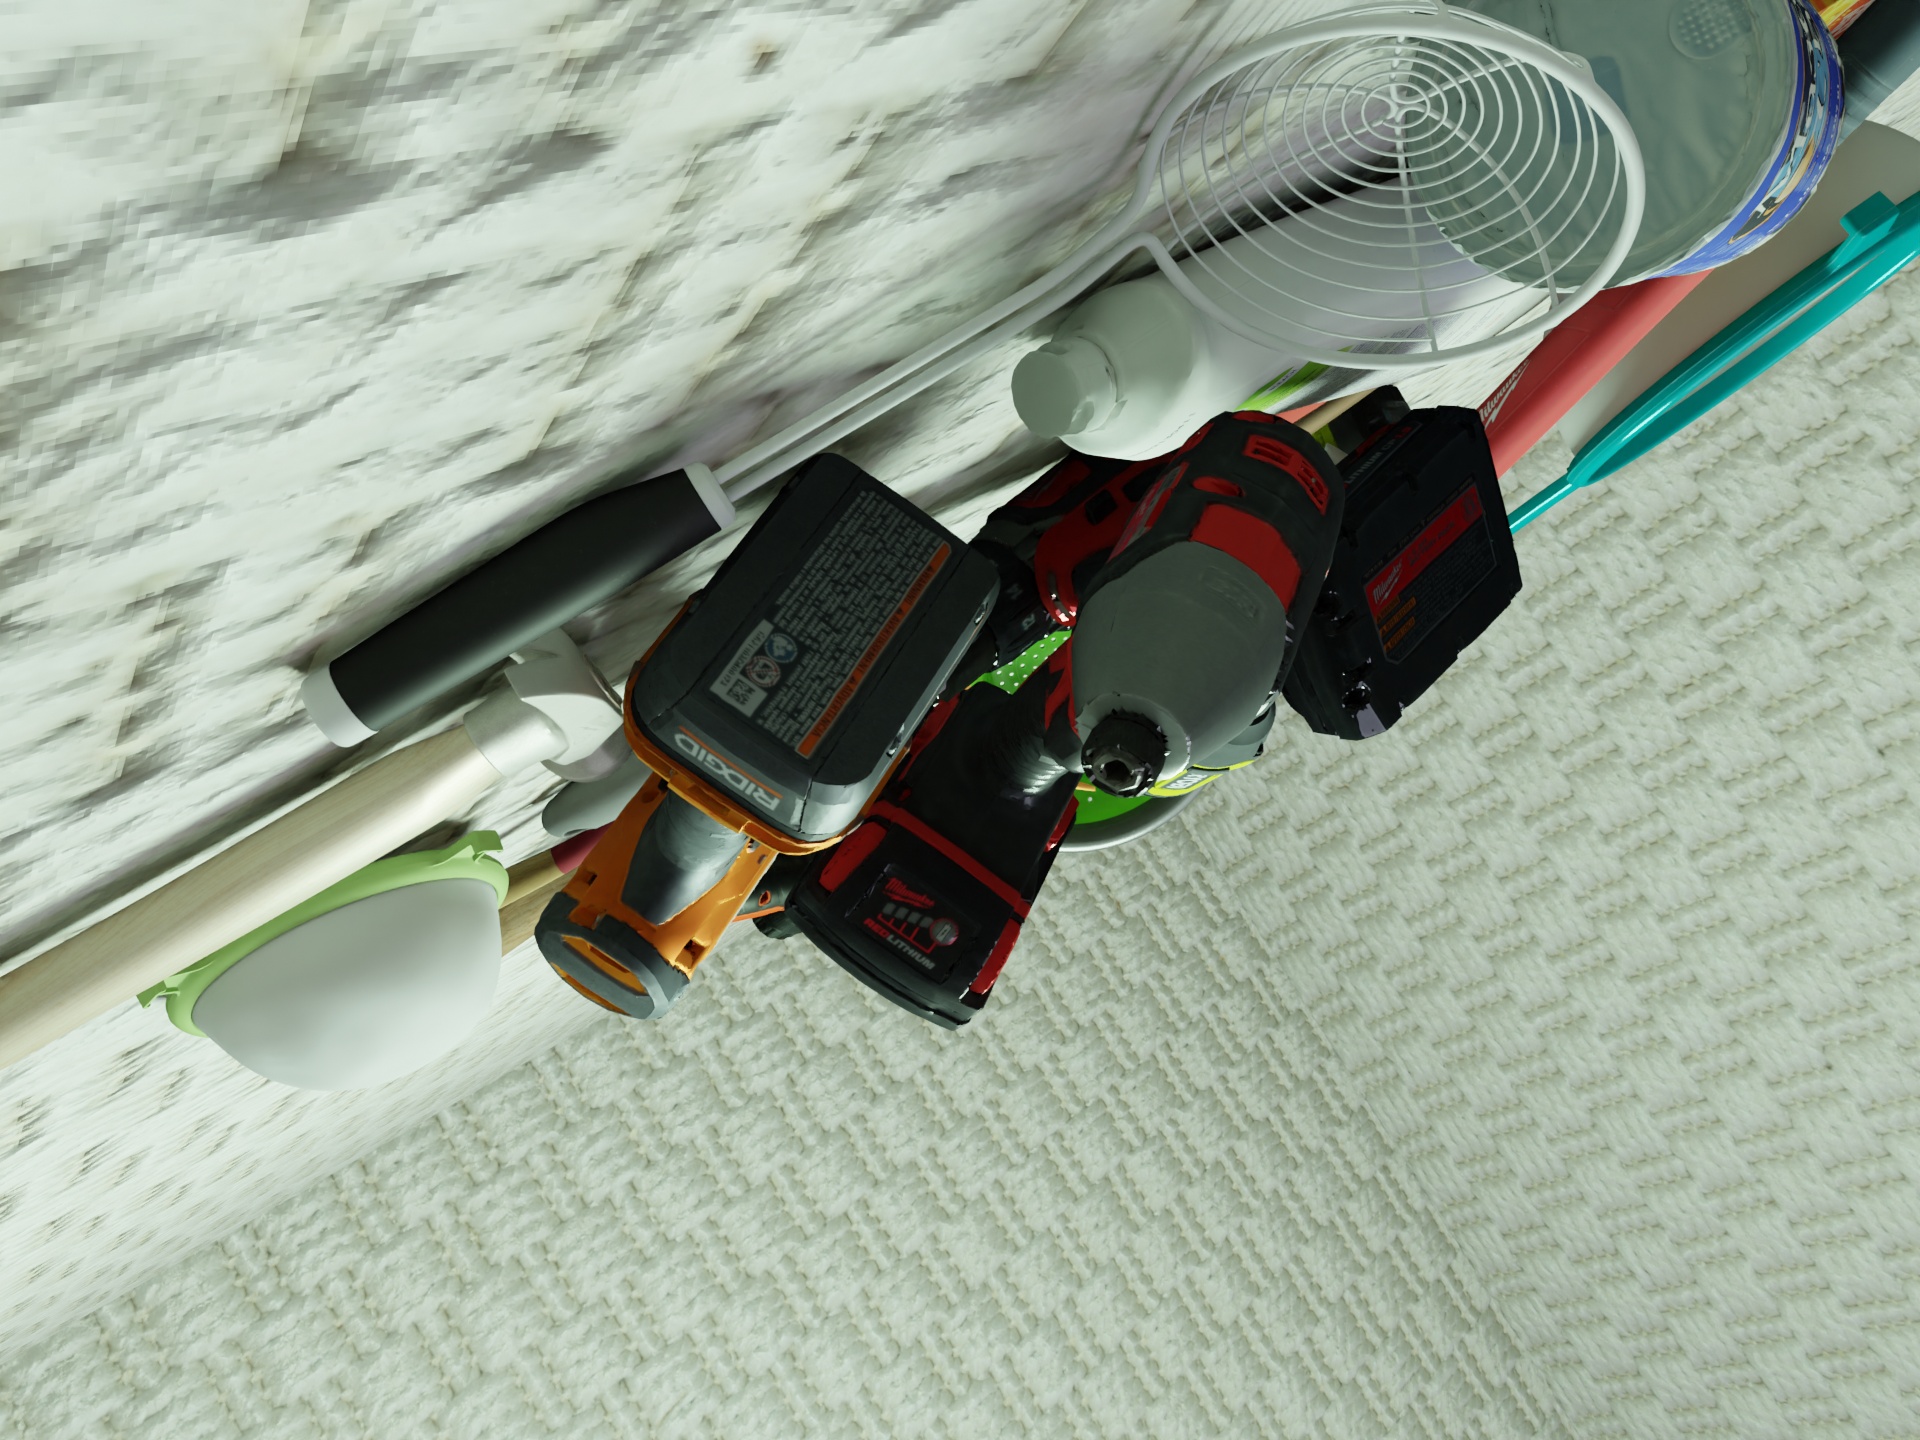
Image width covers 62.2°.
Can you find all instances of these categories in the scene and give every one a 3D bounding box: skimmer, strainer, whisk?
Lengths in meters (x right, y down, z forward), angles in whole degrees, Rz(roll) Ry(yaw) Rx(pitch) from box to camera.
[{"bbox_3d":[-0.003,-0.071,0.419,0.363,0.090,0.127,-30,150,-1],"label":"skimmer"},{"bbox_3d":[0.319,-0.179,0.786,0.211,0.095,0.340,-26,169,-40],"label":"strainer"},{"bbox_3d":[-0.098,-0.005,0.742,0.239,0.055,0.055,-29,175,13],"label":"whisk"},{"bbox_3d":[-0.270,0.145,0.747,0.151,0.069,0.256,-25,162,-20],"label":"strainer"}]

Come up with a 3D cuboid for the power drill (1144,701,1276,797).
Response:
[{"bbox_3d":[0.061,0.000,0.924,0.223,0.080,0.171,2,167,-12],"label":"power drill"}]

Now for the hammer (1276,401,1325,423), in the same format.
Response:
[{"bbox_3d":[0.140,-0.148,0.804,0.359,0.037,0.149,-32,175,19],"label":"hammer"}]

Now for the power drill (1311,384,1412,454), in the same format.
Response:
[{"bbox_3d":[0.224,-0.144,1.135,0.228,0.080,0.190,-32,175,29],"label":"power drill"}]

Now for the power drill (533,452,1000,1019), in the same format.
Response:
[{"bbox_3d":[-0.071,0.005,0.575,0.164,0.084,0.226,-58,-175,-35],"label":"power drill"}]

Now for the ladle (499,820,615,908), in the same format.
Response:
[{"bbox_3d":[-0.225,0.080,0.796,0.315,0.069,0.031,-27,-147,-1],"label":"ladle"}]

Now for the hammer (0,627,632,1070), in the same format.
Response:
[{"bbox_3d":[-0.295,0.088,0.501,0.410,0.038,0.146,-31,173,-7],"label":"hammer"}]

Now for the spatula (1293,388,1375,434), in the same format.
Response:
[{"bbox_3d":[0.243,-0.205,0.982,0.316,0.018,0.059,-34,174,7],"label":"spatula"}]

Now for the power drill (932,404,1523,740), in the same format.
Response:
[{"bbox_3d":[0.079,-0.054,0.631,0.188,0.080,0.227,-40,-150,-28],"label":"power drill"}]

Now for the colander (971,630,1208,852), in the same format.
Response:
[{"bbox_3d":[-0.003,0.003,1.062,0.397,0.204,0.095,-16,-151,-1],"label":"colander"}]

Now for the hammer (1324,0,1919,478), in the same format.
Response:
[{"bbox_3d":[0.270,-0.185,0.610,0.386,0.038,0.143,-50,-160,39],"label":"hammer"}]

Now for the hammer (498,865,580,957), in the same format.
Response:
[{"bbox_3d":[-0.239,0.100,0.953,0.331,0.031,0.130,-35,174,31],"label":"hammer"}]

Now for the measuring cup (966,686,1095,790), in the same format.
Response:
[{"bbox_3d":[-0.001,-0.003,0.812,0.173,0.052,0.095,13,174,-25],"label":"measuring cup"}]

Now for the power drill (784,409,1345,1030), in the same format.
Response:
[{"bbox_3d":[0.031,0.008,0.514,0.219,0.078,0.143,-48,-172,47],"label":"power drill"}]
